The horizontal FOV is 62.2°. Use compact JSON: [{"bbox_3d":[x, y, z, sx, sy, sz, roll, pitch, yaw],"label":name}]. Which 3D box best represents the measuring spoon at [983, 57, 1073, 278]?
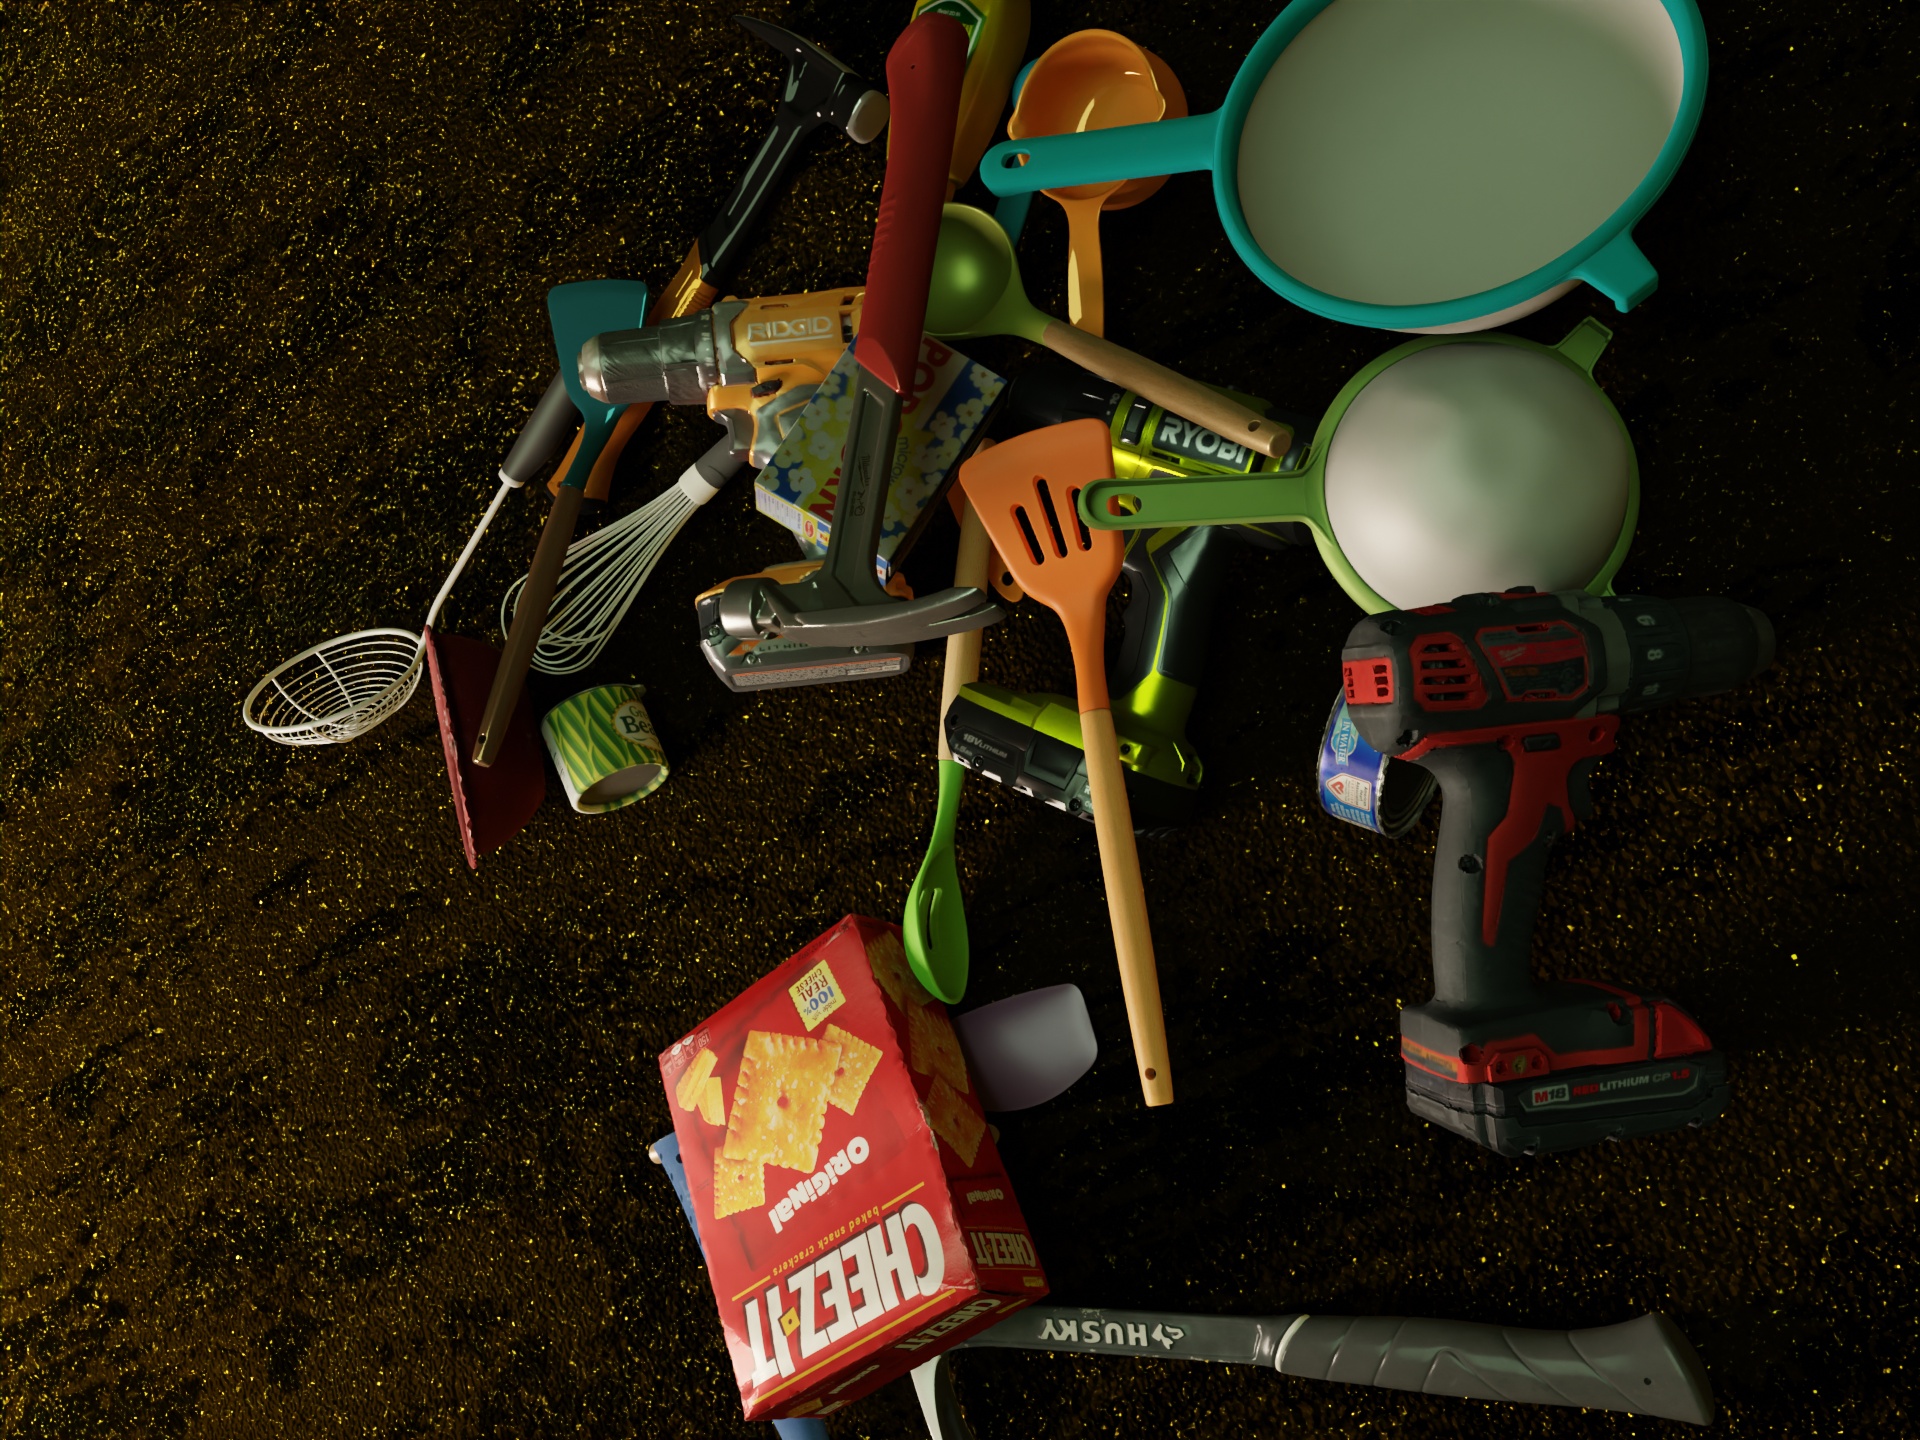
[{"bbox_3d":[0.032,-0.317,0.907,0.042,0.021,0.128,21,97,31],"label":"measuring spoon"}]

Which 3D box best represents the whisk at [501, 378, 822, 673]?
[{"bbox_3d":[-0.187,-0.128,1.008,0.284,0.070,0.070,-39,67,17],"label":"whisk"}]

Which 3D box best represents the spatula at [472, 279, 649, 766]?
[{"bbox_3d":[-0.258,-0.125,0.991,0.082,0.044,0.318,5,73,26],"label":"spatula"}]

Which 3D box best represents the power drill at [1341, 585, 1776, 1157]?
[{"bbox_3d":[0.264,0.054,0.674,0.188,0.080,0.227,-6,90,-11],"label":"power drill"}]

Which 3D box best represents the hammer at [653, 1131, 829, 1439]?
[{"bbox_3d":[-0.085,0.423,0.894,0.144,0.035,0.406,-33,73,25],"label":"hammer"}]

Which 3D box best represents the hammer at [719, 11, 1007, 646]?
[{"bbox_3d":[-0.026,-0.209,0.812,0.149,0.036,0.359,-2,69,29],"label":"hammer"}]

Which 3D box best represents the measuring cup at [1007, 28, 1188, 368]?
[{"bbox_3d":[0.080,-0.278,0.863,0.095,0.052,0.173,5,101,34],"label":"measuring cup"}]

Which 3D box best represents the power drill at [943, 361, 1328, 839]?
[{"bbox_3d":[0.079,-0.071,0.826,0.191,0.080,0.228,23,95,29],"label":"power drill"}]

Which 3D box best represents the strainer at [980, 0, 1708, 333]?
[{"bbox_3d":[0.176,-0.261,0.766,0.340,0.095,0.211,5,75,30],"label":"strainer"}]

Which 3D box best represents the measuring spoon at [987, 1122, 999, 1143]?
[{"bbox_3d":[-0.030,0.249,0.903,0.124,0.018,0.034,-21,70,21],"label":"measuring spoon"}]

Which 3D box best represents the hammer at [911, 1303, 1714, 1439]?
[{"bbox_3d":[0.143,0.309,0.778,0.409,0.036,0.149,-8,83,30],"label":"hammer"}]

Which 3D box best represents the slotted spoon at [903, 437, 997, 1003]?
[{"bbox_3d":[-0.001,-0.003,0.880,0.031,0.070,0.314,3,83,22],"label":"slotted spoon"}]

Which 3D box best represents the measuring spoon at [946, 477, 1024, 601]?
[{"bbox_3d":[0.009,-0.117,0.913,0.021,0.011,0.117,-34,73,22],"label":"measuring spoon"}]

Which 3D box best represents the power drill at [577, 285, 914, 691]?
[{"bbox_3d":[-0.119,-0.135,0.912,0.185,0.084,0.226,-6,81,-3],"label":"power drill"}]

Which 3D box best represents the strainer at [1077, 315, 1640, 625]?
[{"bbox_3d":[0.181,-0.109,0.711,0.256,0.069,0.151,-2,83,4],"label":"strainer"}]

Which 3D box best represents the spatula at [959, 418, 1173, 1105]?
[{"bbox_3d":[0.064,0.019,0.754,0.081,0.041,0.323,-14,76,24],"label":"spatula"}]

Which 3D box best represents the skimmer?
[{"bbox_3d":[-0.365,-0.130,1.093,0.363,0.090,0.127,-54,31,13],"label":"skimmer"}]

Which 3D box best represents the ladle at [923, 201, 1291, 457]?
[{"bbox_3d":[0.054,-0.195,0.800,0.078,0.062,0.320,-51,41,3],"label":"ladle"}]

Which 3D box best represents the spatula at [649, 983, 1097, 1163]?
[{"bbox_3d":[-0.060,0.218,0.918,0.316,0.018,0.060,-22,75,27],"label":"spatula"}]

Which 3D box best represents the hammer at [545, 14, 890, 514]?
[{"bbox_3d":[-0.178,-0.281,1.025,0.127,0.034,0.337,43,107,26],"label":"hammer"}]
